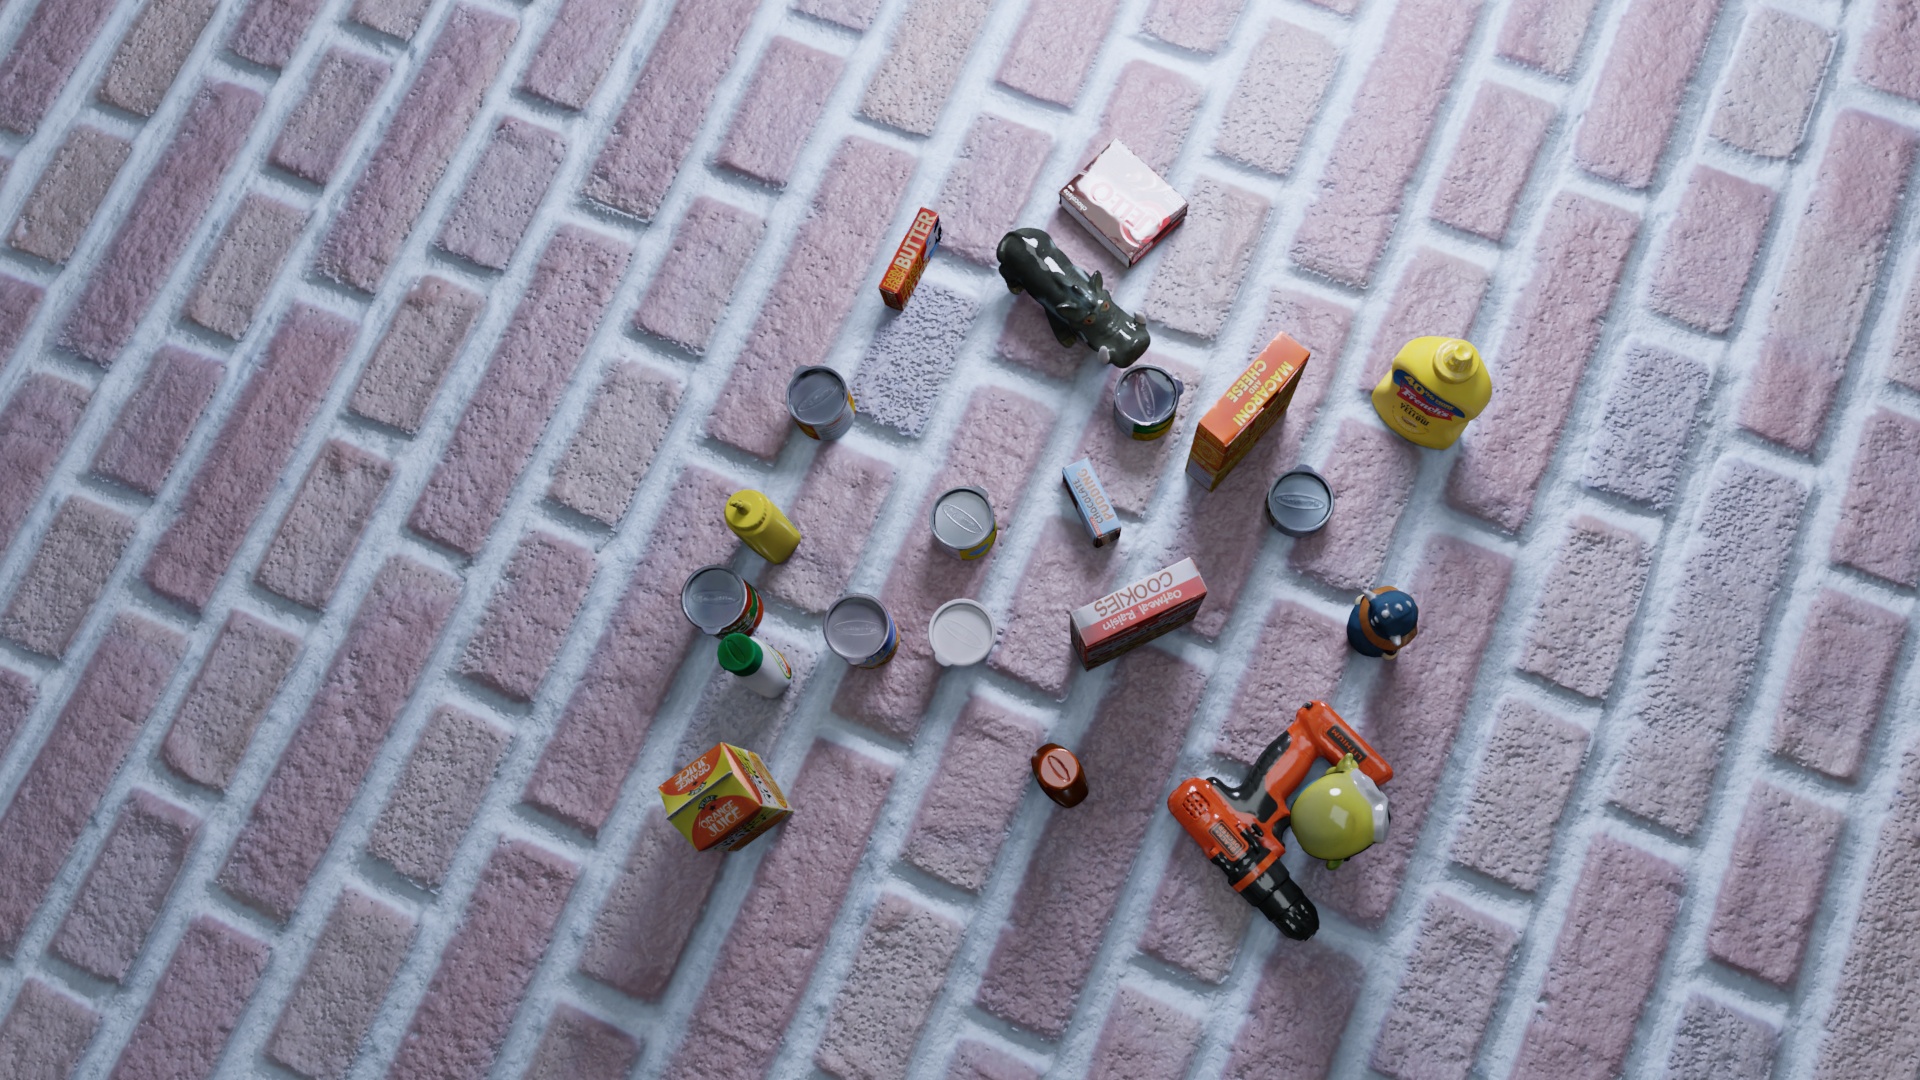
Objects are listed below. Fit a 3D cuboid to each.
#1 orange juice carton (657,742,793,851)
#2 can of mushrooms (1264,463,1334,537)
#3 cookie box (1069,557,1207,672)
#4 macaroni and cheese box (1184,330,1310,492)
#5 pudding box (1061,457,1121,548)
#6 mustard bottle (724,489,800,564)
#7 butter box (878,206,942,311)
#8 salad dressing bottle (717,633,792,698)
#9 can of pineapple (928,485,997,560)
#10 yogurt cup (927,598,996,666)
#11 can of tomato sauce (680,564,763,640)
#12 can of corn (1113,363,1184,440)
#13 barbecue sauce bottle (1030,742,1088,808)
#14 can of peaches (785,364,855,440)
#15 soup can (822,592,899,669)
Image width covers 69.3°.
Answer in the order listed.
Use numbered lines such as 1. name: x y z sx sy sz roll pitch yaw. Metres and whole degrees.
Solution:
1. orange juice carton: -0.223 0.244 1.309 0.072 0.192 0.073 -35 77 -3
2. can of mushrooms: 0.345 -0.040 1.412 0.071 0.033 0.071 -1 77 4
3. cookie box: 0.168 0.074 1.330 0.123 0.167 0.040 -25 77 -1
4. macaroni and cheese box: 0.281 -0.123 1.368 0.040 0.166 0.124 41 84 12
5. pudding box: 0.134 -0.039 1.420 0.030 0.049 0.084 -25 76 -1
6. mustard bottle: -0.203 -0.019 1.386 0.065 0.160 0.049 39 83 12
7. butter box: -0.053 -0.302 1.496 0.024 0.053 0.103 25 80 10
8. salad dressing bottle: -0.202 0.120 1.360 0.044 0.147 0.064 -38 77 -4
9. can of pineapple: 0.005 -0.018 1.422 0.071 0.057 0.071 -1 77 5
10. yogurt cup: 0.004 0.096 1.397 0.072 0.054 0.072 -1 77 5
11. can of tomato sauce: -0.240 0.067 1.409 0.071 0.083 0.071 -1 77 5
12. can of corn: 0.194 -0.142 1.436 0.071 0.058 0.071 -1 77 5
13. barbecue sauce bottle: 0.093 0.220 1.312 0.044 0.148 0.065 -37 77 -4
14. can of peaches: -0.148 -0.146 1.464 0.071 0.058 0.071 -1 77 5
15. soup can: -0.098 0.095 1.390 0.071 0.083 0.071 -1 77 5
